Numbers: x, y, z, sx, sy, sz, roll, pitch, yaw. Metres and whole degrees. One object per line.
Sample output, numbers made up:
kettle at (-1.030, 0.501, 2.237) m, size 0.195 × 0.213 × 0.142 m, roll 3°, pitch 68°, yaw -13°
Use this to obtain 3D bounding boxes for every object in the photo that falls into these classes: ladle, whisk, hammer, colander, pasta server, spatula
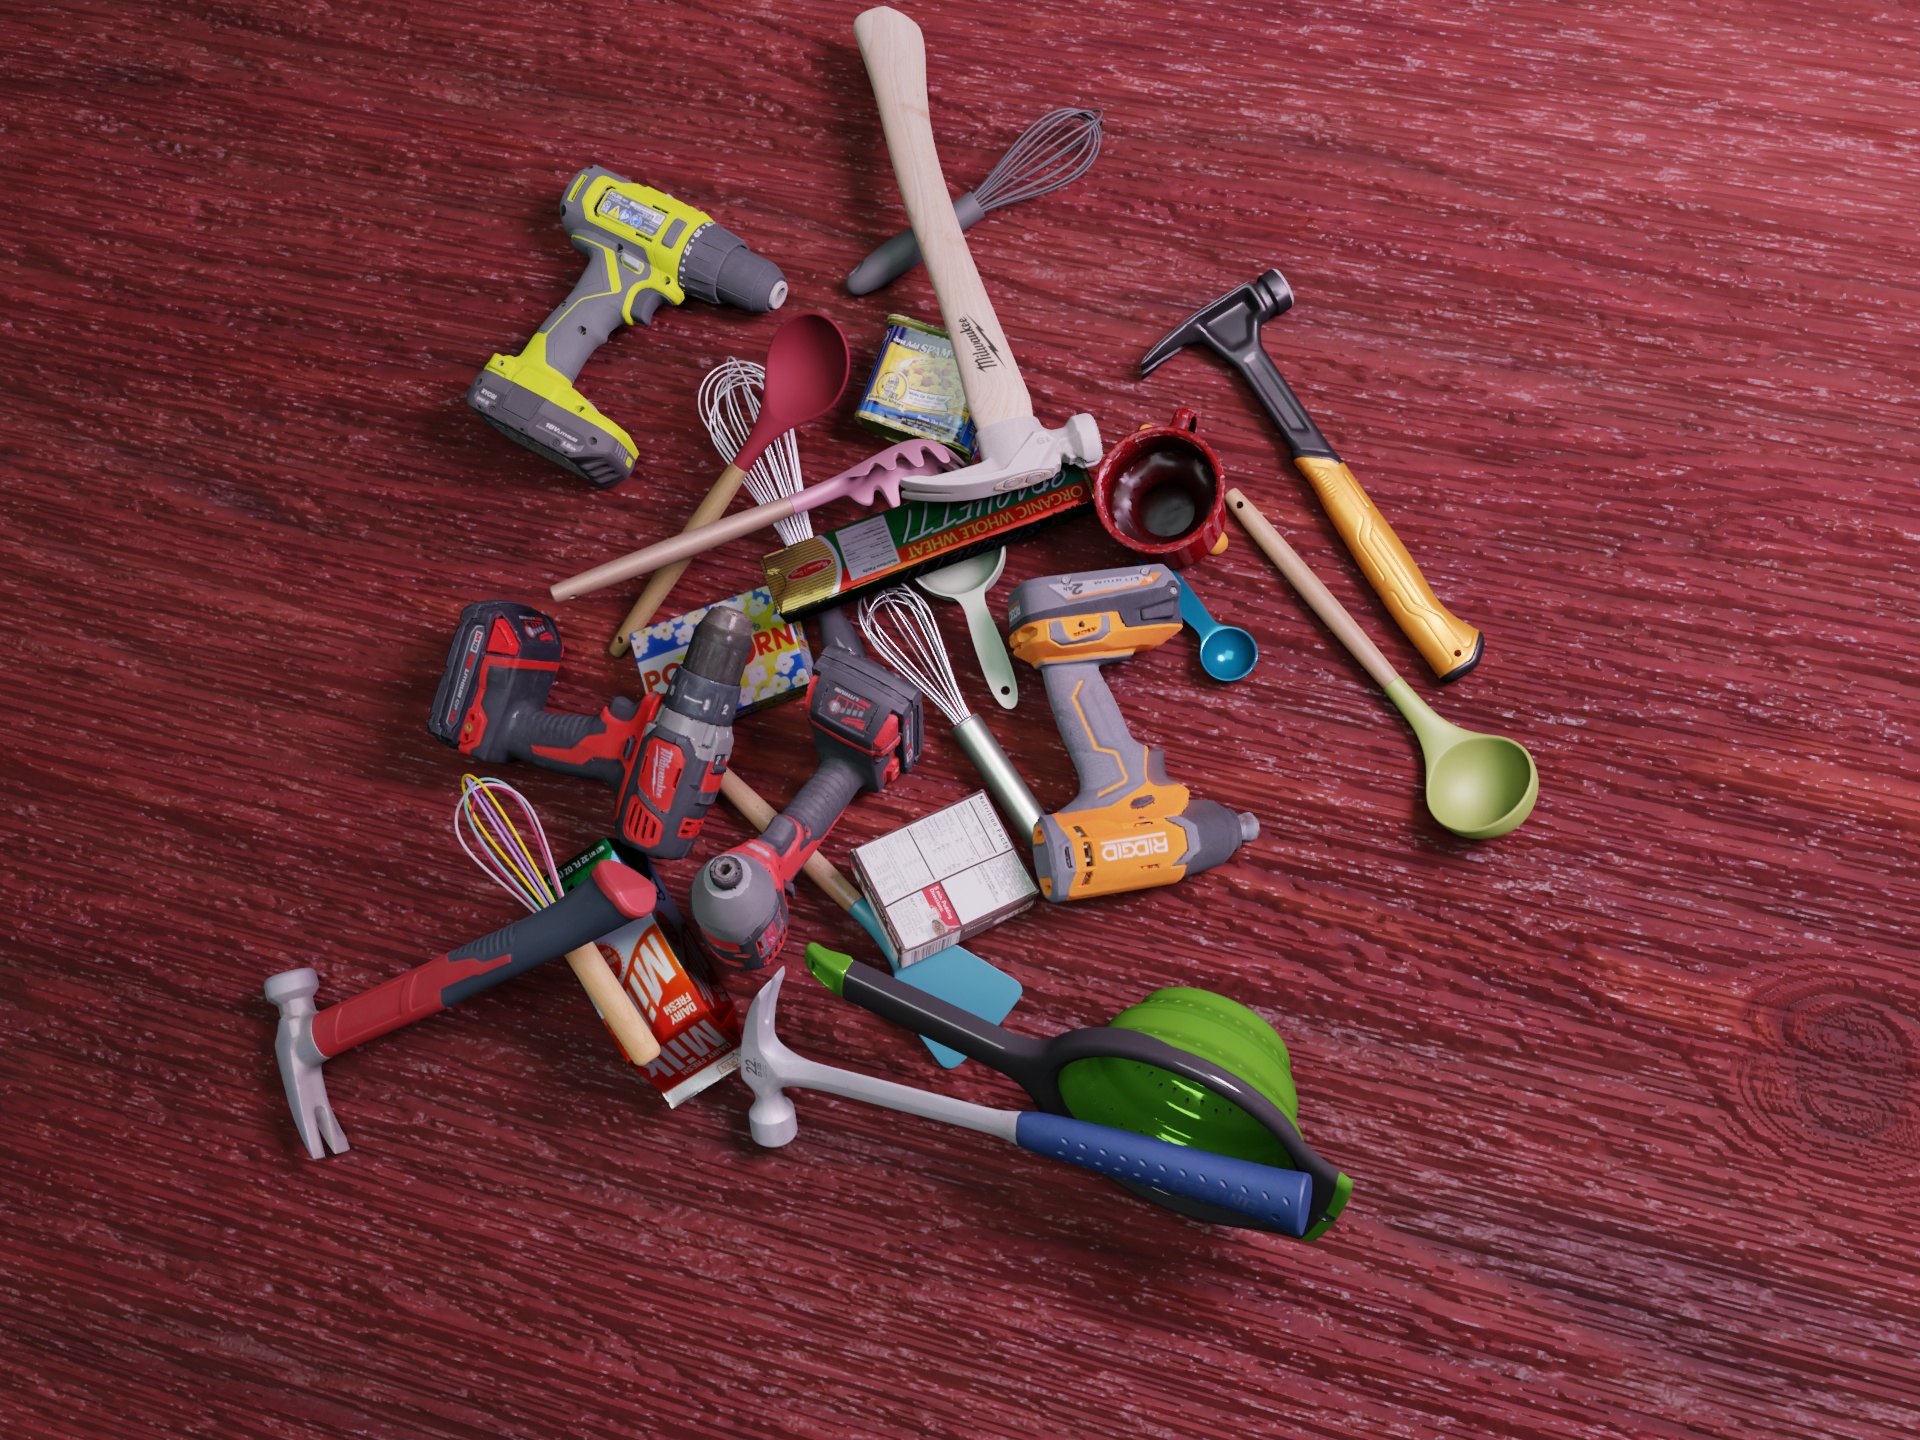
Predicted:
ladle at (0.293, -0.049, 1.146) m, size 0.078 × 0.062 × 0.320 m, roll -40°, pitch 76°, yaw 9°
whisk at (0.011, -0.404, 1.243) m, size 0.239 × 0.055 × 0.055 m, roll -32°, pitch 79°, yaw 7°
hammer at (-0.023, -0.356, 1.187) m, size 0.146 × 0.038 × 0.411 m, roll -15°, pitch 73°, yaw -5°
hammer at (-0.357, 0.198, 1.127) m, size 0.386 × 0.038 × 0.143 m, roll -25°, pitch 78°, yaw 29°
hammer at (0.270, -0.170, 1.177) m, size 0.127 × 0.034 × 0.337 m, roll -32°, pitch 79°, yaw 1°
hammer at (0.029, 0.266, 1.061) m, size 0.405 × 0.035 × 0.144 m, roll 9°, pitch 119°, yaw 23°
colander at (0.084, 0.217, 1.095) m, size 0.397 × 0.204 × 0.094 m, roll 23°, pitch 54°, yaw 12°
whisk at (-0.002, -0.004, 1.188) m, size 0.059 × 0.058 × 0.246 m, roll -40°, pitch 80°, yaw 36°
whisk at (-0.128, -0.148, 1.221) m, size 0.070 × 0.070 × 0.285 m, roll -22°, pitch 85°, yaw 4°
whisk at (-0.287, 0.140, 1.132) m, size 0.047 × 0.051 × 0.245 m, roll -38°, pitch 82°, yaw 25°
pasta server at (-0.147, -0.143, 1.169) m, size 0.316 × 0.060 × 0.040 m, roll -22°, pitch 69°, yaw -8°
spatula at (-0.095, 0.123, 1.190) m, size 0.318 × 0.044 × 0.082 m, roll 42°, pitch 89°, yaw 16°
ladle at (-0.179, -0.169, 1.194) m, size 0.069 × 0.031 × 0.315 m, roll 42°, pitch 109°, yaw 12°

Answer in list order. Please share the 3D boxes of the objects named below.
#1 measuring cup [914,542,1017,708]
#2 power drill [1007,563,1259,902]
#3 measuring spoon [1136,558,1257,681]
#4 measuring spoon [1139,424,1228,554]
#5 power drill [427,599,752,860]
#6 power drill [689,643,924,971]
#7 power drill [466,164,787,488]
measuring cup at (0.012, -0.085, 1.199) m, size 0.083 × 0.038 × 0.168 m, roll -20°, pitch 81°, yaw 4°
power drill at (0.123, 0.008, 1.144) m, size 0.164 × 0.084 × 0.226 m, roll -7°, pitch 85°, yaw -11°
measuring spoon at (0.174, -0.079, 1.189) m, size 0.042 × 0.021 × 0.129 m, roll -37°, pitch 70°, yaw -2°
measuring spoon at (0.167, -0.176, 1.203) m, size 0.021 × 0.011 × 0.117 m, roll -30°, pitch 79°, yaw 2°
power drill at (-0.264, -0.021, 1.174) m, size 0.227 × 0.080 × 0.188 m, roll 22°, pitch 97°, yaw 19°
power drill at (-0.113, 0.063, 1.117) m, size 0.078 × 0.143 × 0.220 m, roll 27°, pitch 67°, yaw 12°
power drill at (-0.262, -0.305, 1.248) m, size 0.190 × 0.080 × 0.228 m, roll 28°, pitch 84°, yaw 11°
